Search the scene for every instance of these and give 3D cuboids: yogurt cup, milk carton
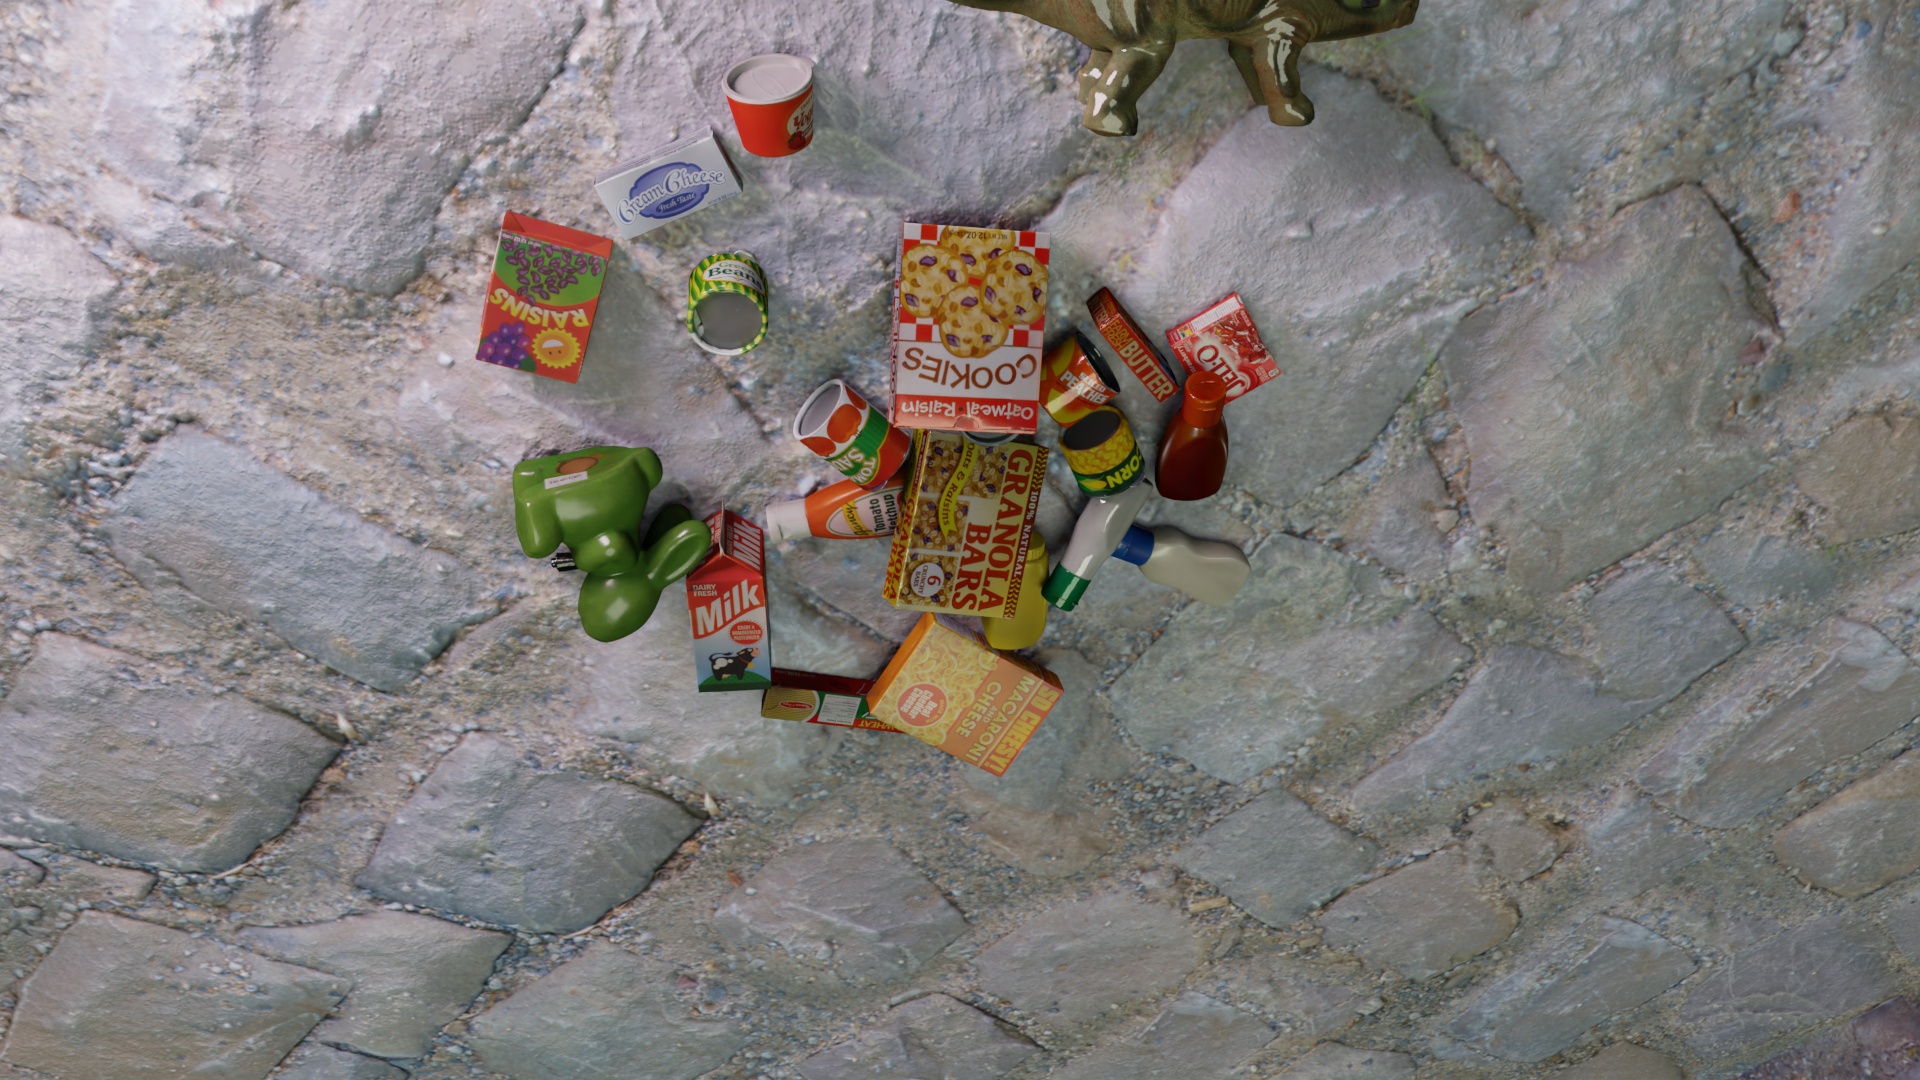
[{"bbox_3d":[-0.141,-0.324,1.040,0.072,0.073,0.053,-7,138,-3],"label":"yogurt cup"},{"bbox_3d":[-0.221,0.054,1.327,0.073,0.073,0.189,-3,129,-6],"label":"milk carton"}]

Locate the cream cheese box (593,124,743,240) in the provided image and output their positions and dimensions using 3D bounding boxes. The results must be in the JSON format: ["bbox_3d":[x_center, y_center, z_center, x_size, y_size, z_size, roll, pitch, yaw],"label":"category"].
[{"bbox_3d":[-0.229,-0.279,1.087,0.104,0.024,0.053,-21,128,8],"label":"cream cheese box"}]

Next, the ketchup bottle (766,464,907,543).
[{"bbox_3d":[-0.105,-0.029,1.298,0.149,0.044,0.064,-11,125,0],"label":"ketchup bottle"}]

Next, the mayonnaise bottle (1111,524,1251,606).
[{"bbox_3d":[0.214,0.019,1.389,0.148,0.041,0.064,19,123,-21],"label":"mayonnaise bottle"}]

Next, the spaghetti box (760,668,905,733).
[{"bbox_3d":[-0.085,0.177,1.477,0.250,0.029,0.050,9,127,-16],"label":"spaghetti box"}]

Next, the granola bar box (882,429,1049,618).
[{"bbox_3d":[0.005,-0.016,1.275,0.124,0.039,0.165,6,102,-25],"label":"granola bar box"}]

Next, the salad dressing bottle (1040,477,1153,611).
[{"bbox_3d":[0.128,-0.002,1.329,0.147,0.044,0.064,-60,156,14],"label":"salad dressing bottle"}]

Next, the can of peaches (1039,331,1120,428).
[{"bbox_3d":[0.099,-0.140,1.222,0.058,0.071,0.071,-34,126,19],"label":"can of peaches"}]

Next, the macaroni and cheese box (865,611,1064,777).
[{"bbox_3d":[0.005,0.159,1.443,0.166,0.040,0.123,29,105,-21],"label":"macaroni and cheese box"}]

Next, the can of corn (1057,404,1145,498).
[{"bbox_3d":[0.131,-0.082,1.274,0.071,0.071,0.058,-22,128,9],"label":"can of corn"}]

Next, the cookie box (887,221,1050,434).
[{"bbox_3d":[0.006,-0.175,1.152,0.123,0.040,0.167,2,101,-10],"label":"cookie box"}]

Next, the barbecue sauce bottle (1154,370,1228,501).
[{"bbox_3d":[0.215,-0.094,1.268,0.065,0.044,0.147,-5,147,-2],"label":"barbecue sauce bottle"}]

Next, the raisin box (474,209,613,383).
[{"bbox_3d":[-0.339,-0.196,1.128,0.086,0.040,0.122,12,125,-19],"label":"raisin box"}]

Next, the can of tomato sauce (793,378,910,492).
[{"bbox_3d":[-0.097,-0.092,1.230,0.071,0.071,0.083,-39,124,21],"label":"can of tomato sauce"}]

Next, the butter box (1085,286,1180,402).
[{"bbox_3d":[0.151,-0.171,1.216,0.024,0.053,0.103,-35,126,17],"label":"butter box"}]

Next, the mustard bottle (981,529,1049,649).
[{"bbox_3d":[0.059,0.036,1.373,0.065,0.049,0.159,-3,128,-14],"label":"mustard bottle"}]

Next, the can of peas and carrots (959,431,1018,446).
[{"bbox_3d":[0.026,-0.128,1.228,0.071,0.059,0.070,-5,129,-6],"label":"can of peas and carrots"}]

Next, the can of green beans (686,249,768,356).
[{"bbox_3d":[-0.191,-0.194,1.140,0.071,0.058,0.071,-4,129,-5],"label":"can of green beans"}]
